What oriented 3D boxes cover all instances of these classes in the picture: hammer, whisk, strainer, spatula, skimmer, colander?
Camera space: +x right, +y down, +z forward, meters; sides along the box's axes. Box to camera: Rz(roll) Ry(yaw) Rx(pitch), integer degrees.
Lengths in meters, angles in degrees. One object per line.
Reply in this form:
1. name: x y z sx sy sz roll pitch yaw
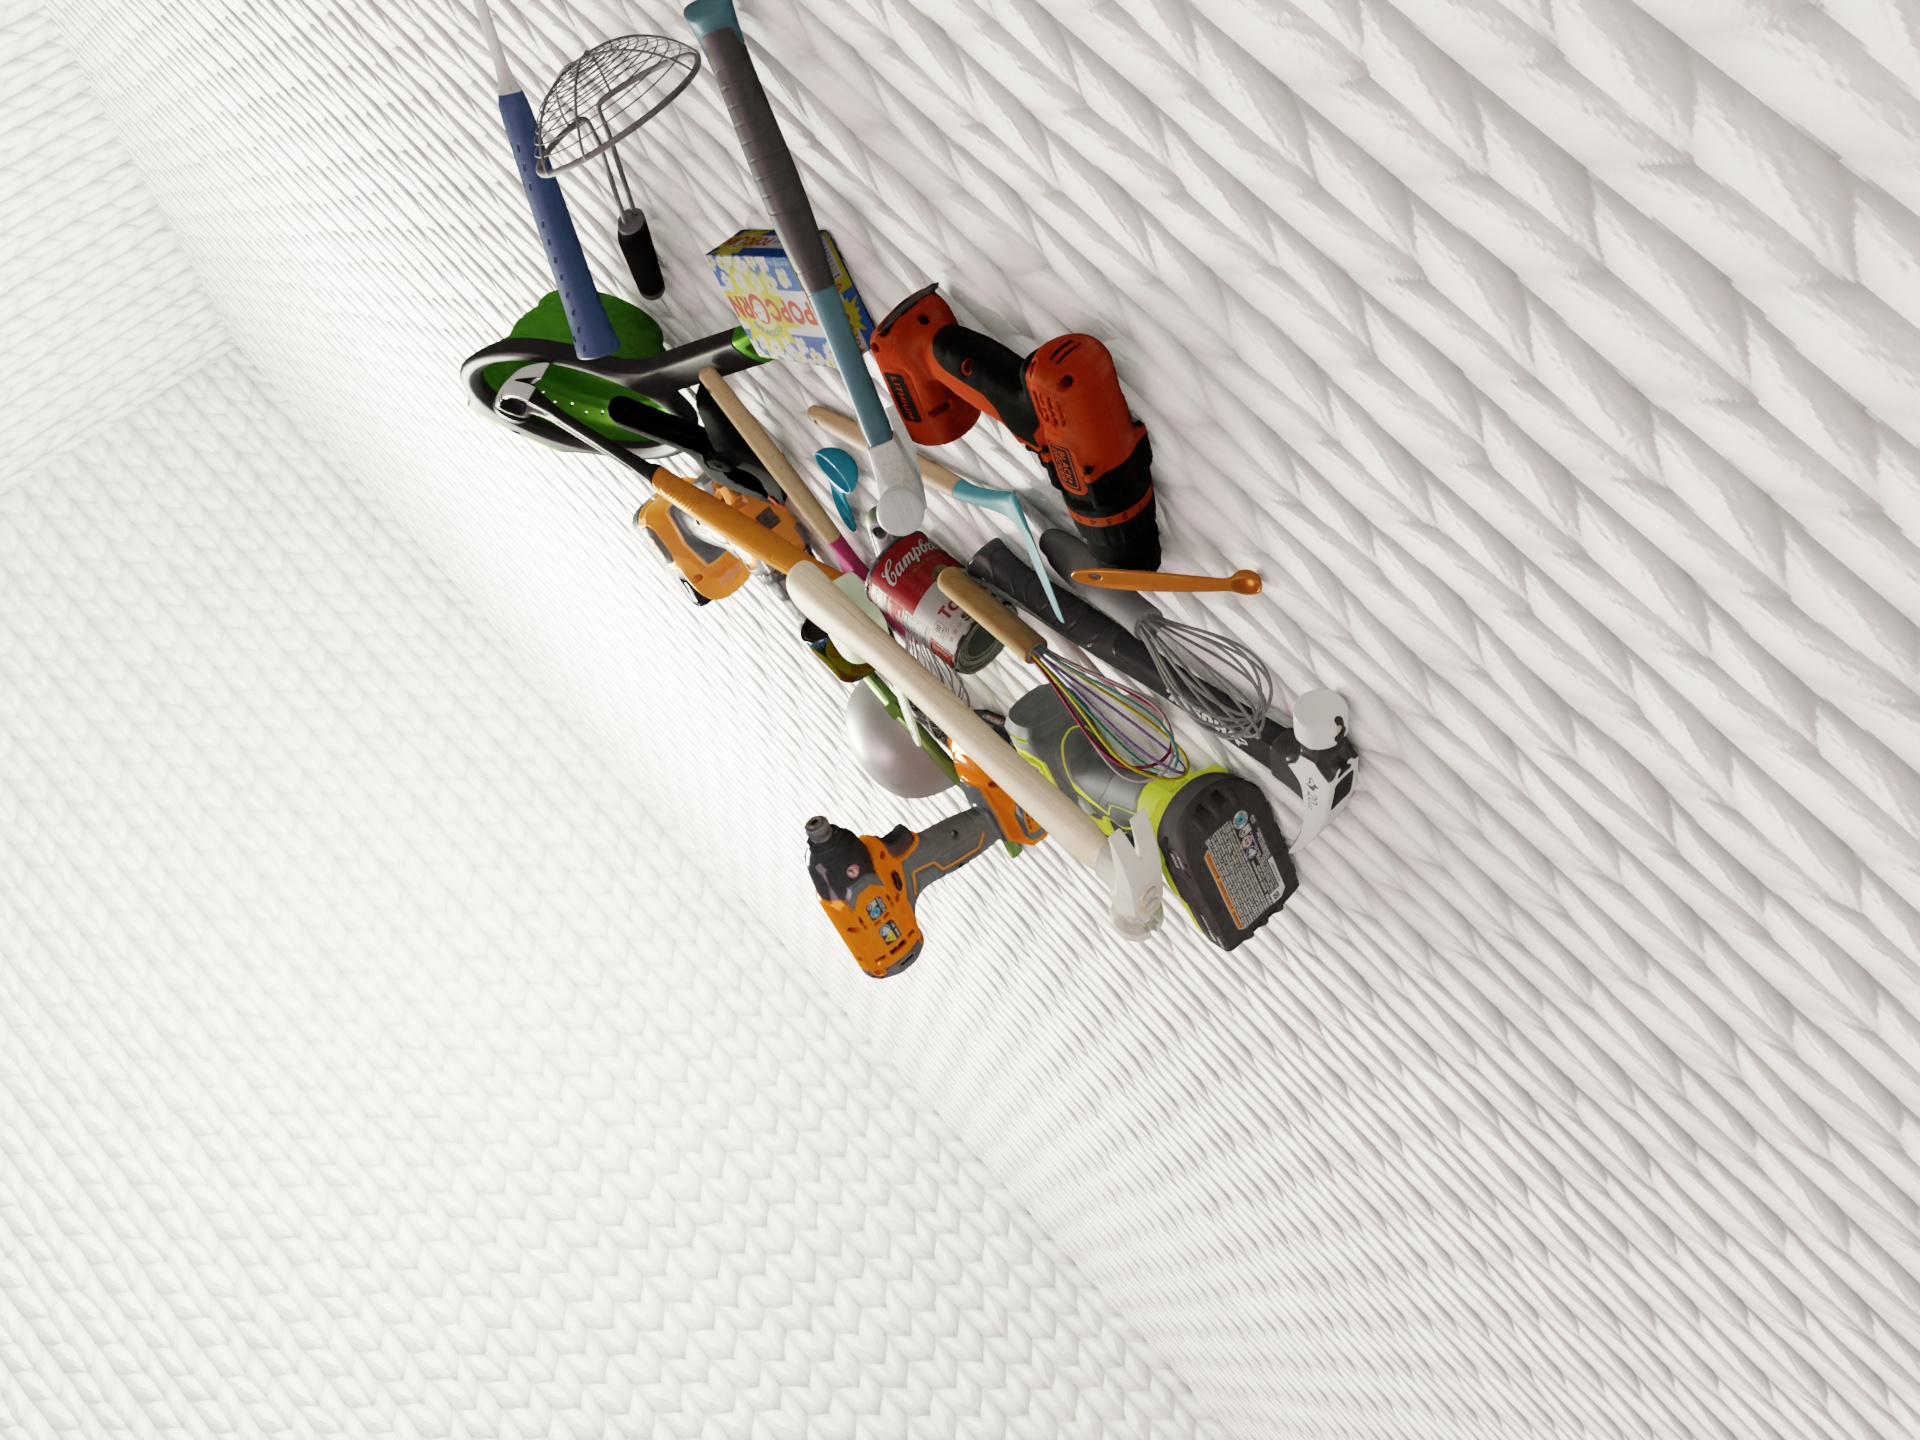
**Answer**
1. hammer: -0.002 -0.004 1.184 0.411 0.038 0.146 42 162 30
2. whisk: 0.064 -0.035 1.083 0.245 0.047 0.051 42 160 31
3. strainer: -0.034 0.059 1.514 0.256 0.069 0.152 51 178 -28
4. spatula: -0.025 -0.167 1.129 0.318 0.044 0.082 34 159 42
5. hammer: -0.325 -0.458 1.132 0.144 0.035 0.405 27 138 52
6. hammer: -0.091 -0.280 0.984 0.128 0.033 0.330 -93 -18 -69
7. whisk: -0.040 -0.080 1.336 0.058 0.059 0.246 -2 134 16
8. hammer: -0.231 -0.192 1.342 0.336 0.034 0.127 31 170 -24
9. skimmer: -0.226 -0.366 1.138 0.090 0.127 0.363 47 171 5
10. hammer: 0.124 -0.034 1.065 0.335 0.035 0.146 36 157 35
11. colander: -0.265 -0.313 1.327 0.397 0.094 0.204 -3 161 46
12. whisk: 0.114 -0.061 0.984 0.239 0.055 0.055 47 165 44

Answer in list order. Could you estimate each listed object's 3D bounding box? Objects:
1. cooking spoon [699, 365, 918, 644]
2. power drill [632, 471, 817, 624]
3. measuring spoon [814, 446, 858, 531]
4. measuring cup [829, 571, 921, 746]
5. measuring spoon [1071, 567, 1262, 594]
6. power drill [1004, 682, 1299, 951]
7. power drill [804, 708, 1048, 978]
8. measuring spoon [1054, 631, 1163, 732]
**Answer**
1. cooking spoon: -0.119 -0.170 1.317 0.069 0.017 0.318 32 164 50
2. power drill: -0.209 -0.159 1.520 0.185 0.084 0.226 54 157 -20
3. measuring spoon: -0.092 -0.188 1.297 0.042 0.021 0.128 44 170 15
4. measuring cup: -0.077 -0.045 1.361 0.083 0.038 0.167 30 144 65
5. measuring spoon: 0.120 -0.085 0.934 0.117 0.011 0.021 5 155 25
6. power drill: 0.141 0.081 1.191 0.229 0.080 0.190 28 152 53
7. power drill: -0.029 0.092 1.355 0.084 0.226 0.164 25 150 51
8. measuring spoon: 0.104 -0.038 1.139 0.124 0.018 0.034 47 -171 25
